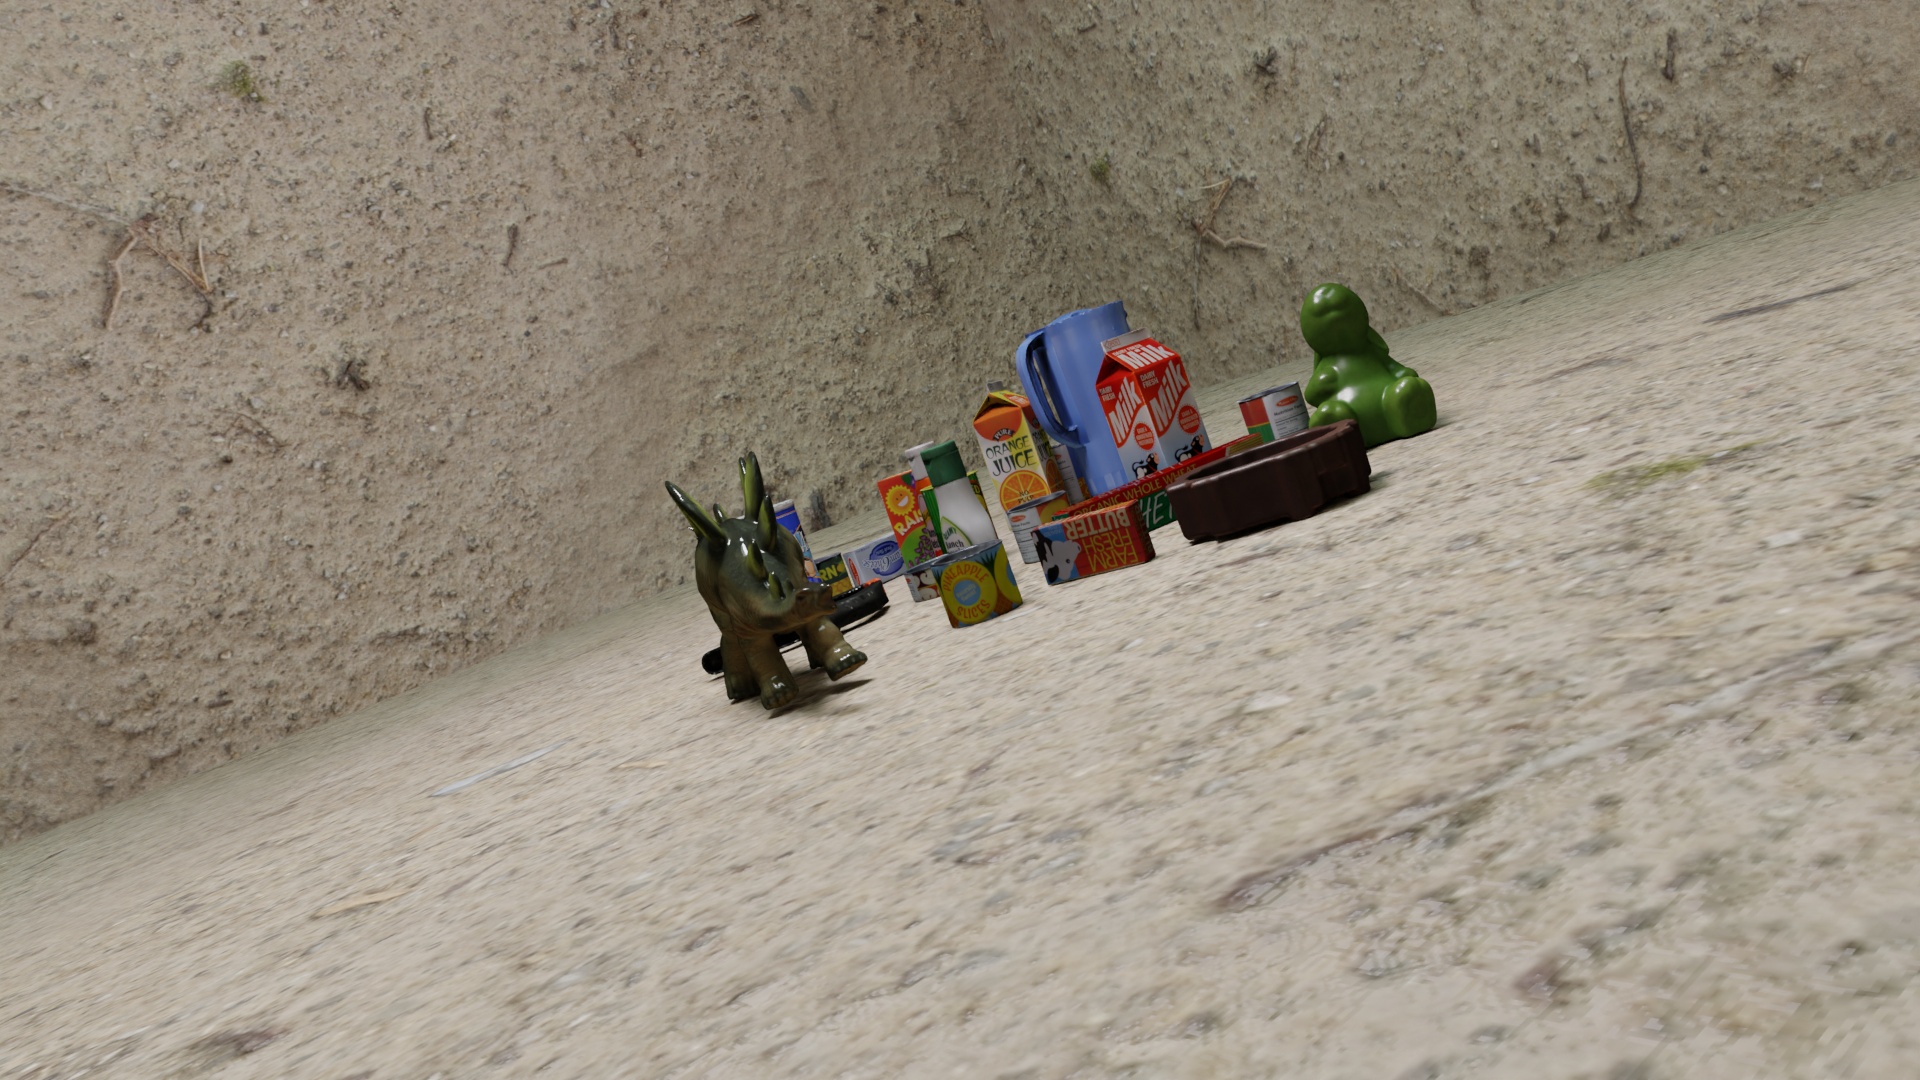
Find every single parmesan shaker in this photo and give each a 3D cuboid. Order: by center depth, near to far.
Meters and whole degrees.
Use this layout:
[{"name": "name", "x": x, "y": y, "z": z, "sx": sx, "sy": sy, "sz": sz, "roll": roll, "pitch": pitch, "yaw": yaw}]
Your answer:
[{"name": "parmesan shaker", "x": 0.006, "y": -0.019, "z": 1.547, "sx": 0.071, "sy": 0.103, "sz": 0.071, "roll": -19, "pitch": 5, "yaw": 2}]

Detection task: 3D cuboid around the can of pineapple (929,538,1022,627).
[{"name": "can of pineapple", "x": 0.013, "y": 0.037, "z": 1.181, "sx": 0.071, "sy": 0.058, "sz": 0.071, "roll": -19, "pitch": 5, "yaw": 2}]

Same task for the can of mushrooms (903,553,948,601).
[{"name": "can of mushrooms", "x": -0.021, "y": 0.037, "z": 1.443, "sx": 0.071, "sy": 0.033, "sz": 0.071, "roll": -19, "pitch": 5, "yaw": 2}]

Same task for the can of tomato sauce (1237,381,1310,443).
[{"name": "can of tomato sauce", "x": 0.337, "y": -0.118, "z": 1.467, "sx": 0.071, "sy": 0.083, "sz": 0.071, "roll": -19, "pitch": 5, "yaw": 2}]

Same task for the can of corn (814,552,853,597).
[{"name": "can of corn", "x": -0.167, "y": 0.052, "z": 1.683, "sx": 0.071, "sy": 0.058, "sz": 0.071, "roll": -19, "pitch": 5, "yaw": 2}]

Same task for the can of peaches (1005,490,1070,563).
[{"name": "can of peaches", "x": 0.089, "y": -0.014, "z": 1.434, "sx": 0.071, "sy": 0.058, "sz": 0.071, "roll": -19, "pitch": 5, "yaw": 2}]

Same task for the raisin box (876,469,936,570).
[{"name": "raisin box", "x": -0.041, "y": -0.029, "z": 1.710, "sx": 0.086, "sy": 0.123, "sz": 0.040, "roll": -18, "pitch": 5, "yaw": 24}]

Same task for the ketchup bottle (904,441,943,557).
[{"name": "ketchup bottle", "x": -0.023, "y": -0.041, "z": 1.626, "sx": 0.044, "sy": 0.148, "sz": 0.064, "roll": -22, "pitch": 5, "yaw": -31}]

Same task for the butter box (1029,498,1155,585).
[{"name": "butter box", "x": 0.114, "y": 0.002, "z": 1.196, "sx": 0.103, "sy": 0.053, "sz": 0.024, "roll": -16, "pitch": 6, "yaw": 36}]

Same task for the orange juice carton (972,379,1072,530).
[{"name": "orange juice carton", "x": 0.075, "y": -0.117, "z": 1.817, "sx": 0.073, "sy": 0.192, "sz": 0.072, "roll": -18, "pitch": 5, "yaw": 22}]

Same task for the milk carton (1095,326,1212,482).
[{"name": "milk carton", "x": 0.211, "y": -0.137, "z": 1.526, "sx": 0.072, "sy": 0.190, "sz": 0.073, "roll": -22, "pitch": 5, "yaw": -32}]

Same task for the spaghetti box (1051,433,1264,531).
[{"name": "spaghetti box", "x": 0.204, "y": -0.045, "z": 1.370, "sx": 0.251, "sy": 0.050, "sz": 0.028, "roll": -22, "pitch": 5, "yaw": -26}]

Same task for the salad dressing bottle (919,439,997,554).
[{"name": "salad dressing bottle", "x": 0.001, "y": -0.024, "z": 1.357, "sx": 0.044, "sy": 0.147, "sz": 0.064, "roll": -22, "pitch": 5, "yaw": -28}]

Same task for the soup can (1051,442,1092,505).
[{"name": "soup can", "x": 0.144, "y": -0.092, "z": 1.902, "sx": 0.071, "sy": 0.083, "sz": 0.071, "roll": -19, "pitch": 5, "yaw": 2}]

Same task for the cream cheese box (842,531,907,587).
[{"name": "cream cheese box", "x": -0.099, "y": 0.025, "z": 1.743, "sx": 0.024, "sy": 0.053, "sz": 0.104, "roll": -15, "pitch": 6, "yaw": 42}]
